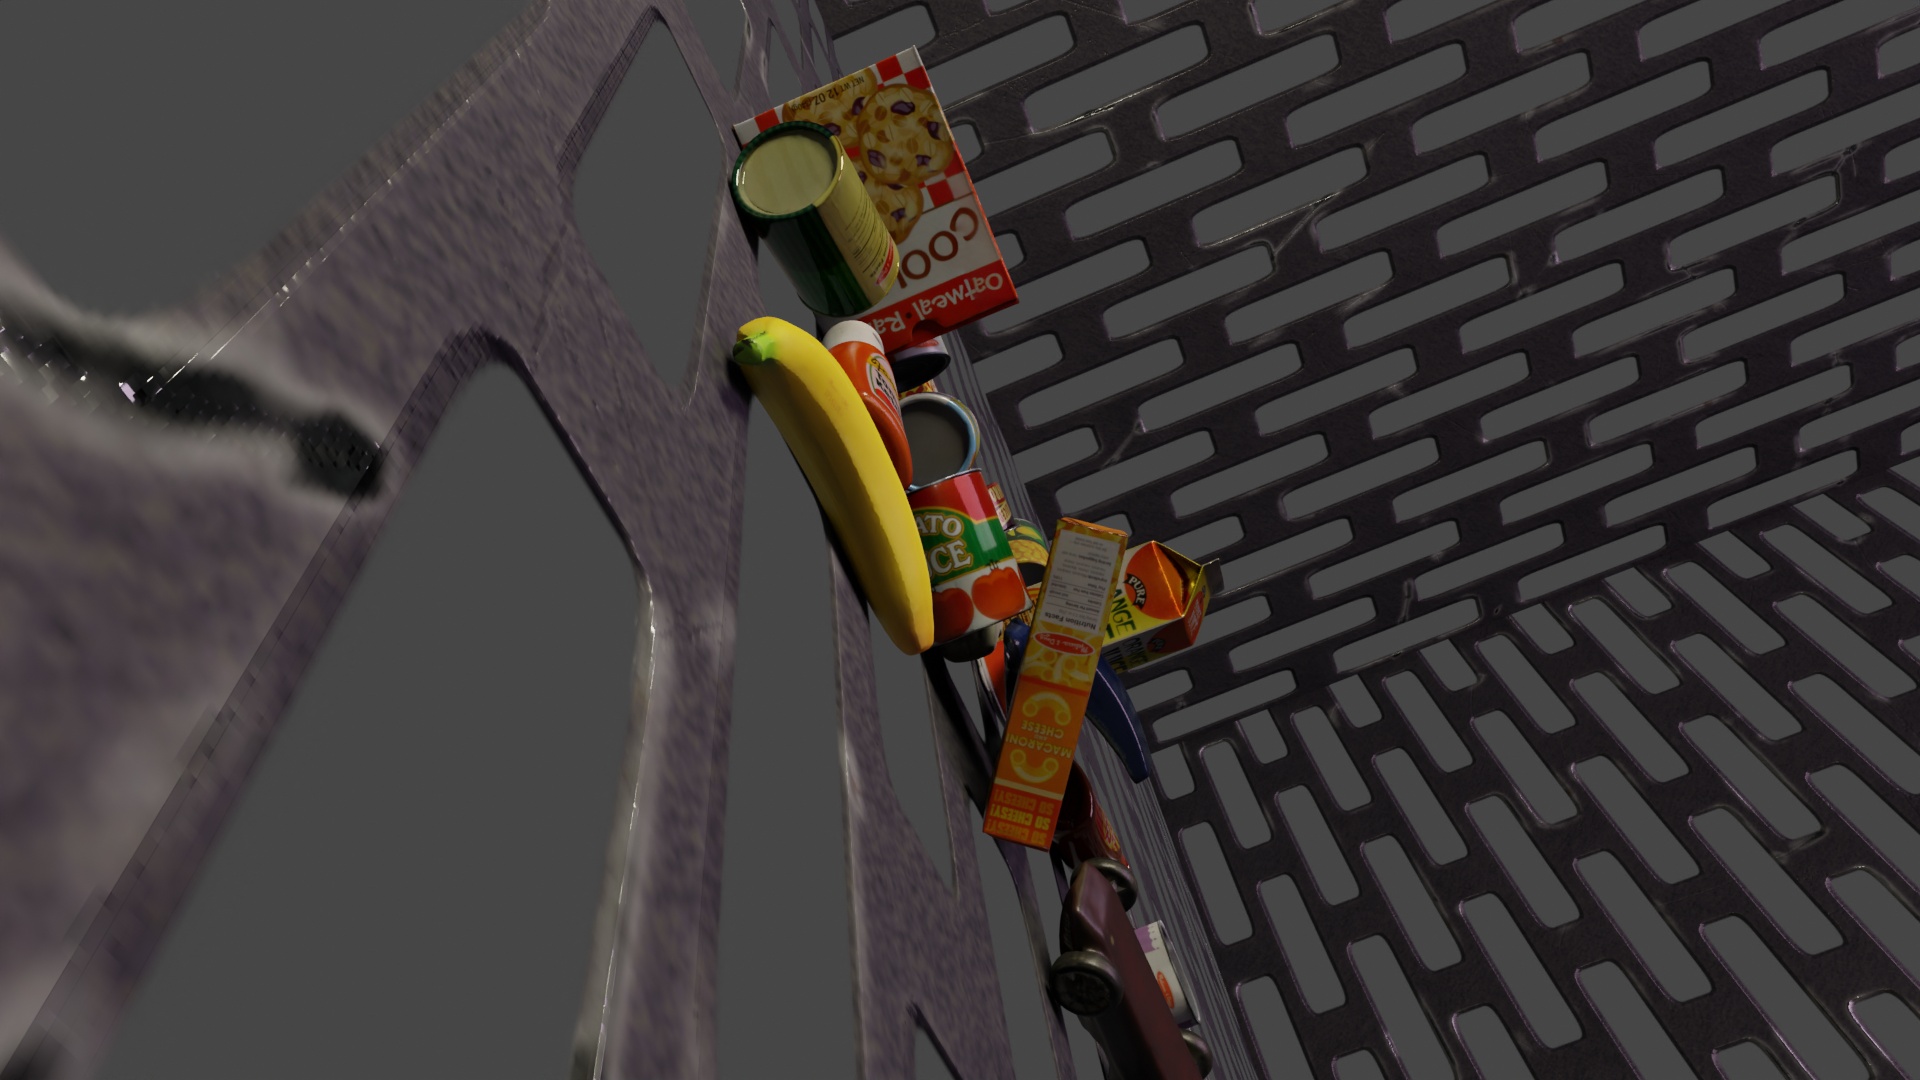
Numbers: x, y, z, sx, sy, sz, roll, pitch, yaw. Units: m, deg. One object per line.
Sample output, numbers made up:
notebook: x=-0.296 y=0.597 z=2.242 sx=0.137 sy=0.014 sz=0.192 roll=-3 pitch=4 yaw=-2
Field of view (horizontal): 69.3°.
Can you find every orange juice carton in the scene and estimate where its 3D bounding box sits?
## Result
orange juice carton: x=0.119 y=0.061 z=1.111 sx=0.071 sy=0.193 sz=0.073 roll=60 pitch=10 yaw=-62

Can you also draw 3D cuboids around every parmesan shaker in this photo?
parmesan shaker: x=-0.081 y=-0.183 z=0.789 sx=0.103 sy=0.071 sz=0.071 roll=56 pitch=13 yaw=-64

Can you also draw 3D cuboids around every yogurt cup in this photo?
yogurt cup: x=0.047 y=0.098 z=0.994 sx=0.072 sy=0.054 sz=0.072 roll=-26 pitch=94 yaw=-86

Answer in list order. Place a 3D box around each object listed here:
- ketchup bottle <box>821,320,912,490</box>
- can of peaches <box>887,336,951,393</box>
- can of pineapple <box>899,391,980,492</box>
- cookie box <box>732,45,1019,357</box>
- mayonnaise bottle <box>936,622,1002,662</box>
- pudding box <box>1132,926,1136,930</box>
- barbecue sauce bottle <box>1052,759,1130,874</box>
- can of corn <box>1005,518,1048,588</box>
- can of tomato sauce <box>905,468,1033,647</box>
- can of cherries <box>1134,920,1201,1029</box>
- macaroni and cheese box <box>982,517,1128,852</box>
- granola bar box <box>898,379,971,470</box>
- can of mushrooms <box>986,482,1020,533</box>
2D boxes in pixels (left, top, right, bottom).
ketchup bottle: x=-0.056 y=-0.076 z=0.738 sx=0.149 sy=0.043 sz=0.064 roll=-104 pitch=170 yaw=-62
can of peaches: x=-0.049 y=-0.135 z=0.940 sx=0.071 sy=0.071 sz=0.058 roll=42 pitch=26 yaw=-79
can of pineapple: x=-0.020 y=-0.063 z=0.915 sx=0.058 sy=0.071 sz=0.071 roll=-65 pitch=132 yaw=-83
cookie box: x=-0.051 y=-0.203 z=0.869 sx=0.040 sy=0.123 sz=0.167 roll=-73 pitch=140 yaw=-81
mayonnaise bottle: x=0.004 y=0.040 z=0.877 sx=0.148 sy=0.041 sz=0.064 roll=10 pitch=65 yaw=-85
pudding box: x=0.119 y=0.305 z=0.995 sx=0.083 sy=0.030 sz=0.050 roll=58 pitch=12 yaw=-61
barbecue sauce bottle: x=0.089 y=0.214 z=0.997 sx=0.148 sy=0.043 sz=0.065 roll=62 pitch=7 yaw=-49
can of corn: x=0.046 y=0.022 z=1.239 sx=0.058 sy=0.071 sz=0.071 roll=-106 pitch=172 yaw=-49
can of tomato sauce: x=-0.005 y=0.011 z=0.767 sx=0.071 sy=0.071 sz=0.083 roll=5 pitch=63 yaw=-84
can of cherries: x=0.111 y=0.279 z=0.867 sx=0.071 sy=0.058 sz=0.071 roll=-27 pitch=93 yaw=-85
macaroni and cheese box: x=0.052 y=0.072 z=0.760 sx=0.124 sy=0.040 sz=0.166 roll=-7 pitch=111 yaw=-84
granola bar box: x=-0.019 y=-0.062 z=1.068 sx=0.124 sy=0.039 sz=0.165 roll=-94 pitch=161 yaw=-75
can of mushrooms: x=0.003 y=-0.011 z=0.913 sx=0.071 sy=0.071 sz=0.033 roll=-49 pitch=115 yaw=-84
